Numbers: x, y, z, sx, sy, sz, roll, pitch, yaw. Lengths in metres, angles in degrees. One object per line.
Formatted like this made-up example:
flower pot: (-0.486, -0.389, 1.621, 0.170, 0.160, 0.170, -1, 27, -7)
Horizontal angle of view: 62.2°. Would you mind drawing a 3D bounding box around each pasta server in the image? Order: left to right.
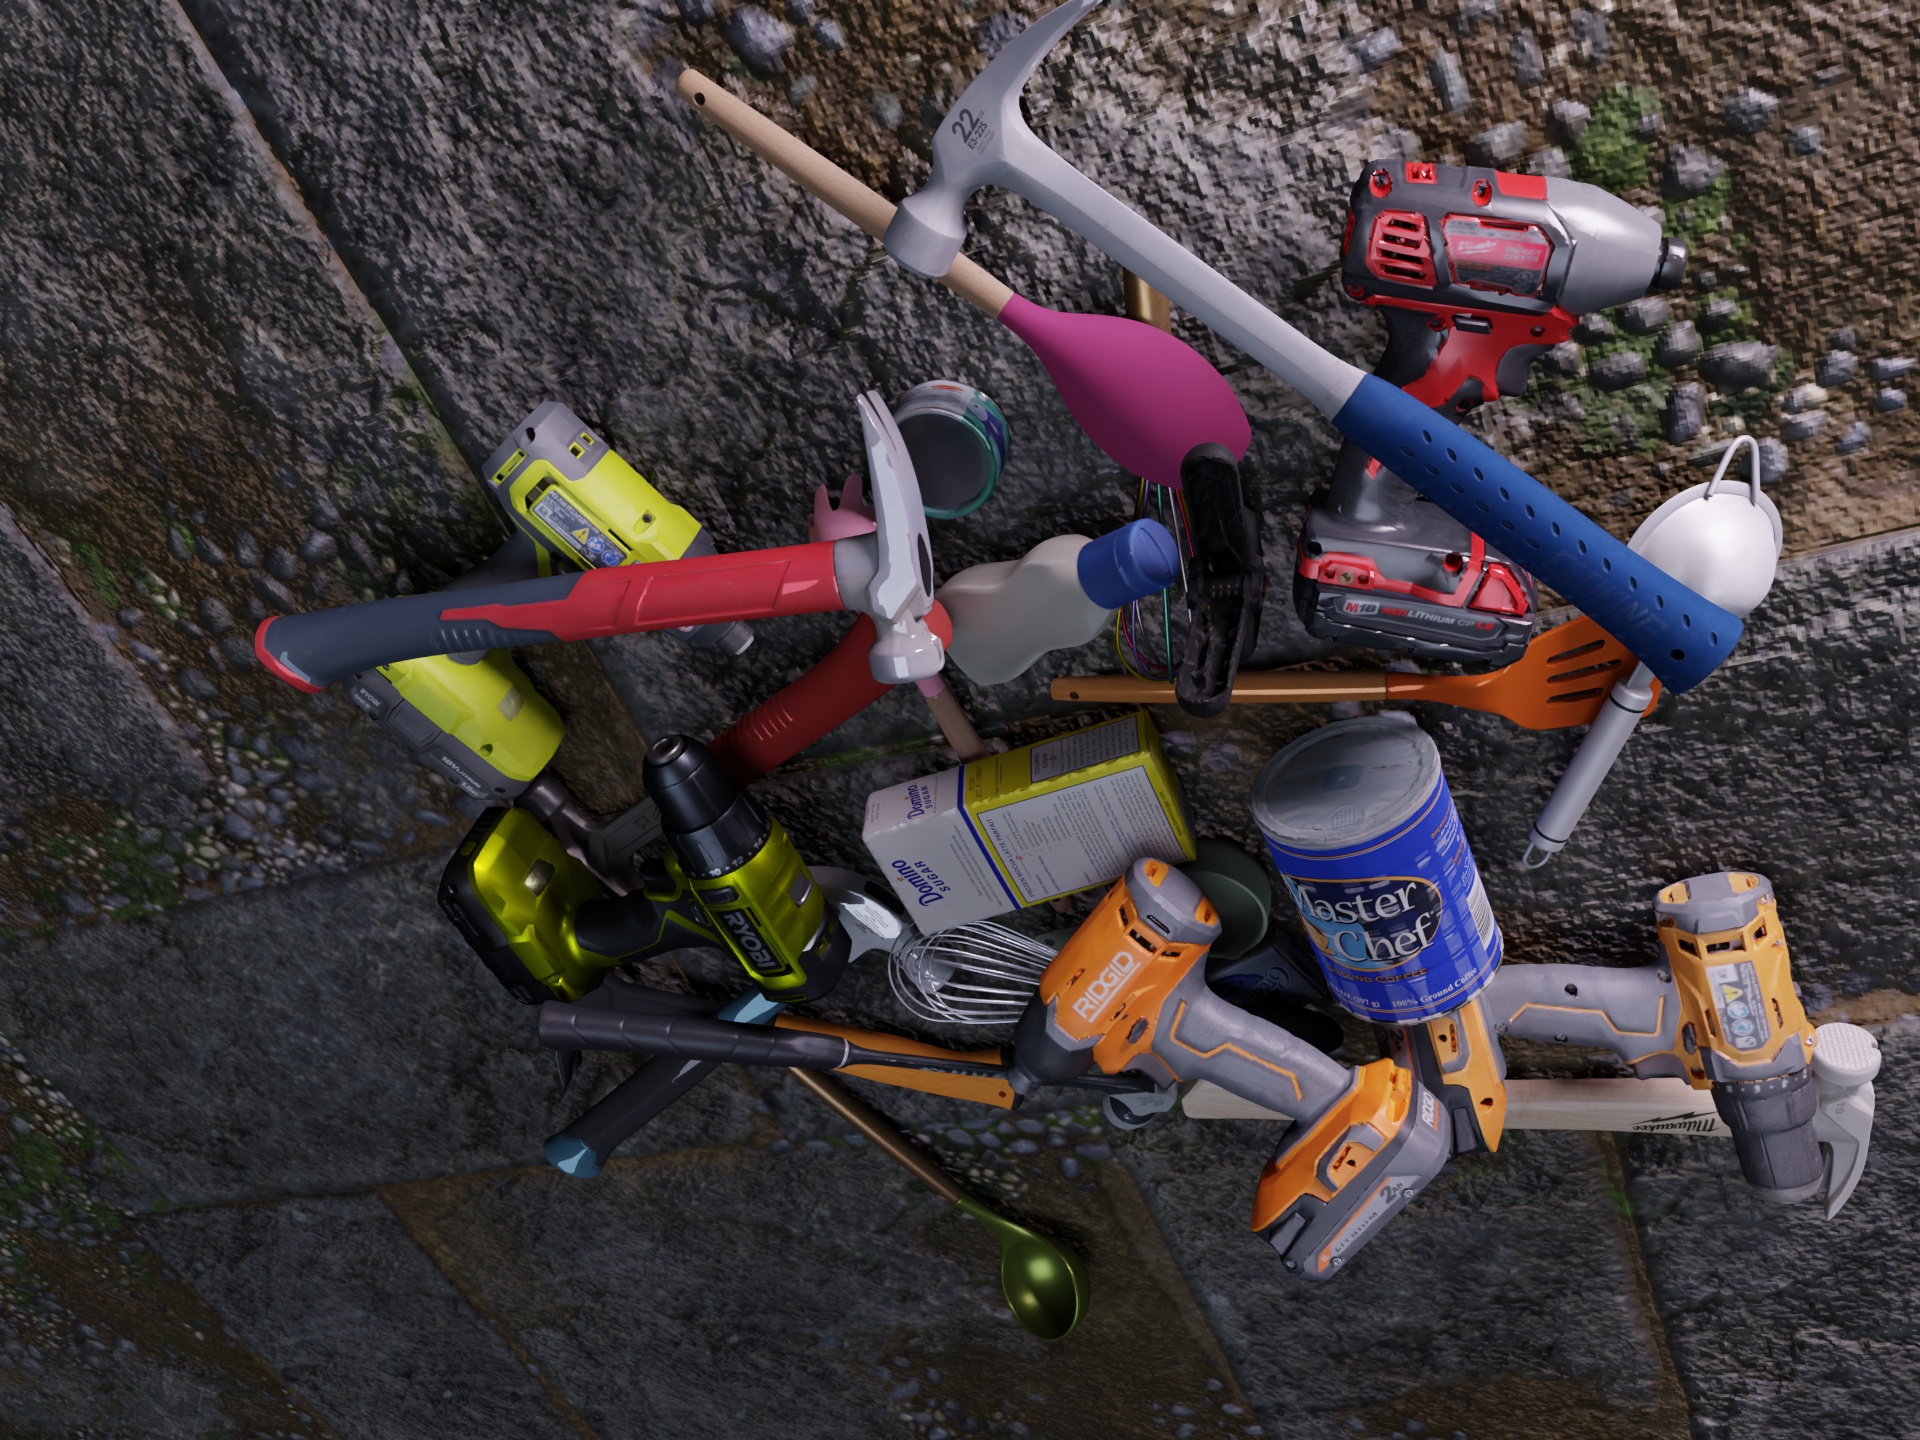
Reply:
pasta server: (-0.001, -0.003, 0.930, 0.060, 0.040, 0.316, -15, 125, 24)

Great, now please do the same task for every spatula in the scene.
spatula: (0.207, -0.024, 0.860, 0.322, 0.041, 0.081, 0, 128, 20)

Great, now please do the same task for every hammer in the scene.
hammer: (-0.204, -0.075, 0.835, 0.386, 0.038, 0.143, -5, 105, 16)
hammer: (-0.163, 0.216, 1.081, 0.331, 0.033, 0.128, -40, 101, 19)
hammer: (-0.125, 0.028, 0.951, 0.149, 0.037, 0.359, 44, 132, -17)
hammer: (-0.120, 0.229, 1.116, 0.337, 0.034, 0.127, 11, 113, 4)
hammer: (-0.060, 0.214, 1.008, 0.409, 0.036, 0.149, 7, 158, -6)
hammer: (0.162, -0.150, 0.686, 0.405, 0.035, 0.144, 36, 125, 1)
hammer: (0.350, 0.252, 1.018, 0.410, 0.038, 0.146, -2, 127, 17)

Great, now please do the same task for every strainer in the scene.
strainer: (0.344, -0.018, 0.802, 0.087, 0.050, 0.258, 4, 128, -15)

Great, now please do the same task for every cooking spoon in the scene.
cooking spoon: (0.000, -0.211, 0.755, 0.319, 0.017, 0.068, 34, 125, -3)

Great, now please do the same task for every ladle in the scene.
ladle: (-0.025, 0.346, 1.177, 0.320, 0.062, 0.078, 42, 131, -14)

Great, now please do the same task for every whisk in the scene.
whisk: (0.095, 0.173, 0.982, 0.284, 0.070, 0.070, 10, 128, 2)
whisk: (0.097, -0.122, 0.803, 0.047, 0.051, 0.244, 4, 124, 19)

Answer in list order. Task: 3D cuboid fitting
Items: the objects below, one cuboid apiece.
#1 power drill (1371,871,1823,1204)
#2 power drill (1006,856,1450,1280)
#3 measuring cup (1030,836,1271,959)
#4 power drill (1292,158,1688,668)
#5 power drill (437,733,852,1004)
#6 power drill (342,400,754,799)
power drill: (0.366, 0.197, 0.912, 0.226, 0.084, 0.185, -15, 95, 23)
power drill: (0.141, 0.206, 0.904, 0.226, 0.084, 0.164, 39, 111, 6)
measuring cup: (0.114, 0.115, 0.982, 0.167, 0.038, 0.083, -18, 122, 37)
power drill: (0.234, -0.140, 0.733, 0.143, 0.079, 0.219, 9, 125, 9)
power drill: (-0.199, 0.097, 0.969, 0.228, 0.080, 0.190, -9, 127, 27)
power drill: (-0.240, -0.055, 0.923, 0.171, 0.080, 0.223, 43, 122, -17)
